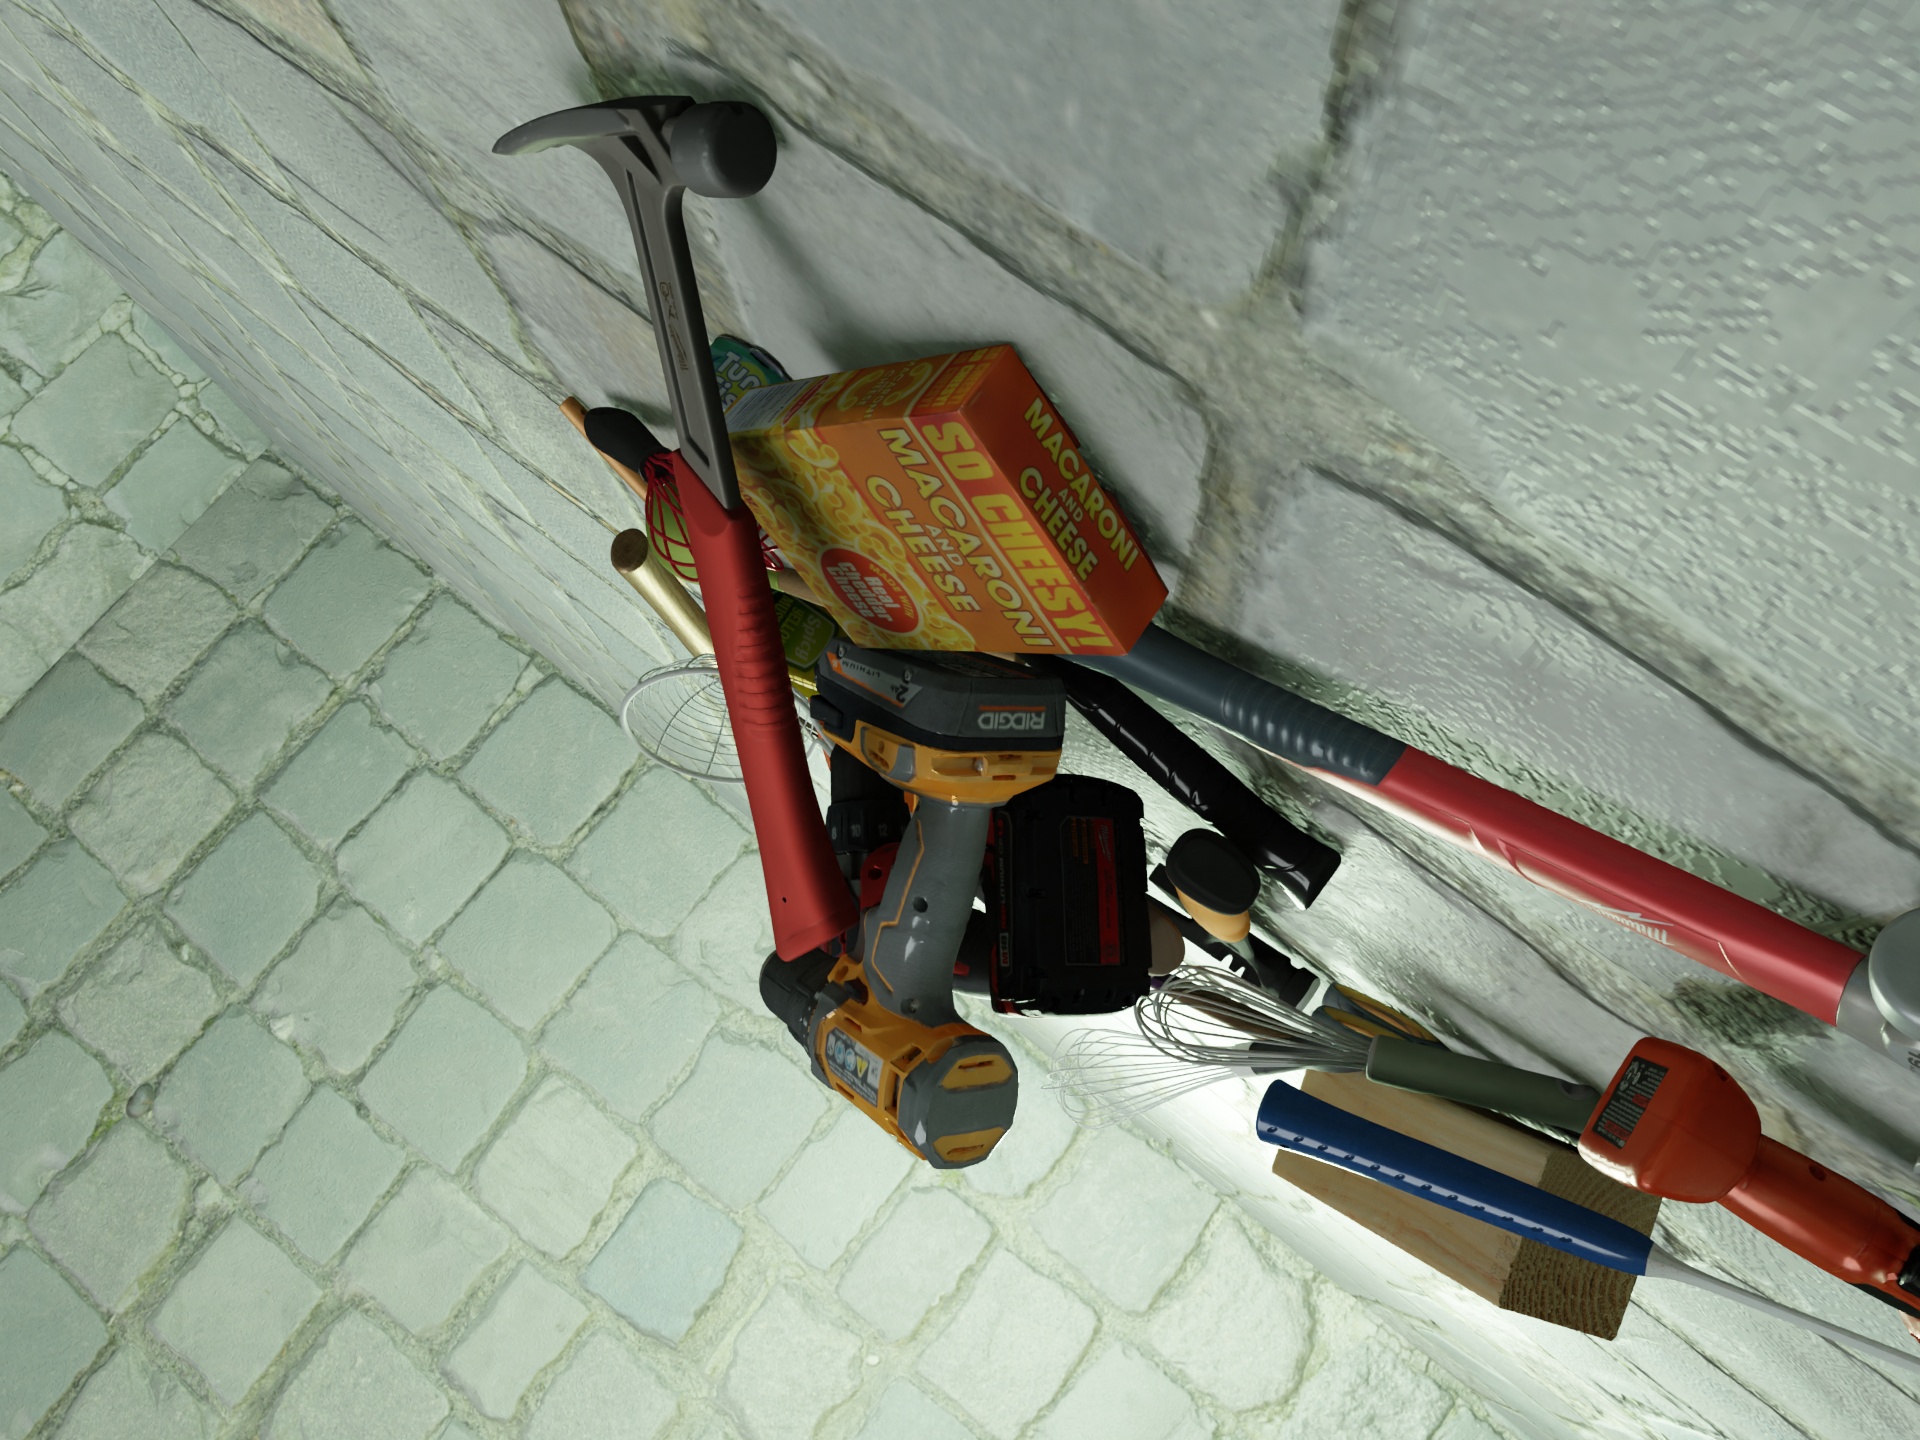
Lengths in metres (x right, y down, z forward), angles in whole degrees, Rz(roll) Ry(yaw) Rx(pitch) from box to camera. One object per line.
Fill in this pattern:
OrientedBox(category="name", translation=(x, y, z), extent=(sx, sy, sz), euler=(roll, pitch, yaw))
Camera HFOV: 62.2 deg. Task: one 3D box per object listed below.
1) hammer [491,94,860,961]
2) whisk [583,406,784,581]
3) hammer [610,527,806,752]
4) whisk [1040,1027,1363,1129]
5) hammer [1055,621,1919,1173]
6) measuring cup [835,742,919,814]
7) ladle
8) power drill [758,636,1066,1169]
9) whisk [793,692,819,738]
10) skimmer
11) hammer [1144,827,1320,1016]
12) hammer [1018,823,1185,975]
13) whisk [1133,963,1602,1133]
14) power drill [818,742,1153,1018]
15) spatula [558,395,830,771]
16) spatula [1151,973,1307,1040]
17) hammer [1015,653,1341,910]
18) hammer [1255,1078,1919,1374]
OrientedBox(category="hammer", translation=(-0.099, -0.063, 0.648), extent=(0.149, 0.037, 0.358), euler=(18, 126, 45))
OrientedBox(category="whisk", translation=(-0.165, -0.139, 0.895), extent=(0.073, 0.073, 0.296), euler=(48, 175, -35))
OrientedBox(category="hammer", translation=(-0.181, -0.043, 1.207), extent=(0.331, 0.031, 0.130), euler=(59, -164, -61))
OrientedBox(category="whisk", translation=(0.162, 0.225, 1.033), extent=(0.284, 0.070, 0.070), euler=(-20, 125, 44))
OrientedBox(category="hammer", translation=(0.177, 0.034, 0.589), extent=(0.387, 0.038, 0.143), euler=(29, 166, 39))
OrientedBox(category="measuring cup", translation=(-0.058, -0.007, 1.104), extent=(0.095, 0.052, 0.174), euler=(-30, 82, 52))
OrientedBox(category="ladle", translation=(-0.078, -0.086, 0.935), extent=(0.320, 0.062, 0.078), euler=(20, 157, 39))
OrientedBox(category="power drill", translation=(-0.034, 0.076, 0.767), extent=(0.084, 0.226, 0.185), euler=(0, -168, -35))
OrientedBox(category="whisk", translation=(-0.077, 0.025, 1.204), extent=(0.245, 0.047, 0.051), euler=(47, -176, 35))
OrientedBox(category="skimmer", translation=(-0.058, 0.076, 0.985), extent=(0.363, 0.090, 0.127), euler=(37, 150, 21))
OrientedBox(category="hammer", translation=(0.136, 0.101, 0.861), extent=(0.127, 0.034, 0.336), euler=(35, 175, 18))
OrientedBox(category="hammer", translation=(0.068, 0.105, 1.026), extent=(0.146, 0.038, 0.411), euler=(43, 176, -13))
OrientedBox(category="whisk", translation=(0.209, 0.176, 0.838), extent=(0.246, 0.059, 0.058), euler=(11, -160, 20))
OrientedBox(category="power drill", translation=(-0.004, 0.079, 0.856), extent=(0.080, 0.188, 0.227), euler=(6, 166, -36))
OrientedBox(category="spatula", translation=(-0.165, -0.097, 1.113), extent=(0.322, 0.081, 0.041), euler=(47, 134, -14))
OrientedBox(category="spatula", translation=(0.160, 0.184, 1.044), extent=(0.316, 0.018, 0.060), euler=(25, 175, -9))
OrientedBox(category="hammer", translation=(0.050, -0.023, 0.768), extent=(0.334, 0.035, 0.146), euler=(40, 167, -4))
OrientedBox(category="hammer", translation=(0.334, 0.259, 0.744), extent=(0.406, 0.035, 0.143), euler=(16, 159, 30))
